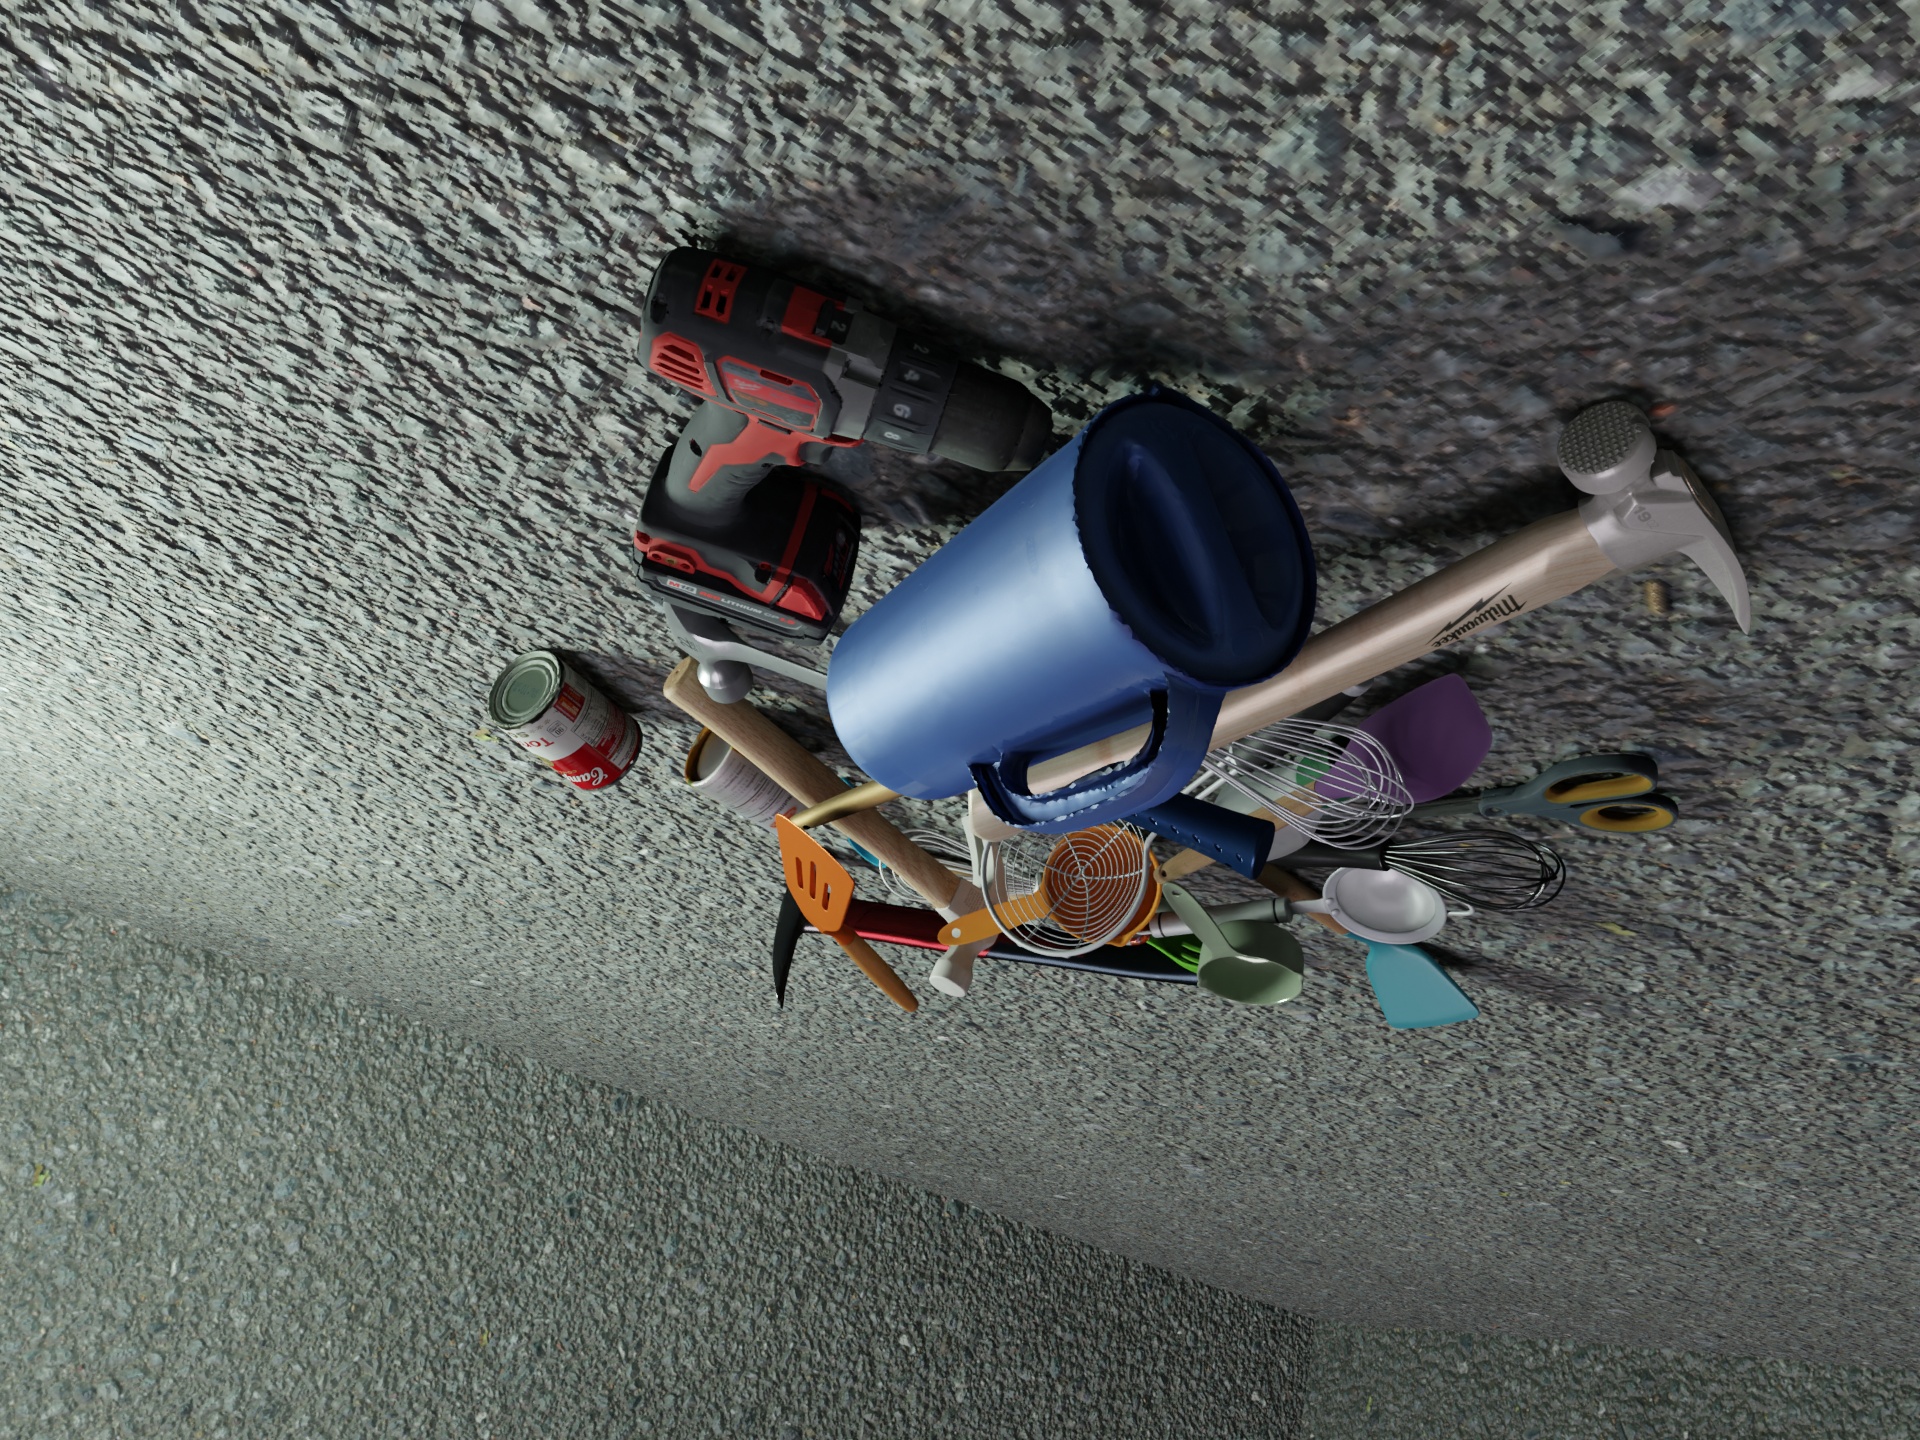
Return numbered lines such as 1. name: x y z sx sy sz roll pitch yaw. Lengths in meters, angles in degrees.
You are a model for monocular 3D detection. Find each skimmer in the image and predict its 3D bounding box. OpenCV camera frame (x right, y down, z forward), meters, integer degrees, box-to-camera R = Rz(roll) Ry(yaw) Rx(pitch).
1. skimmer: 0.125 0.050 1.020 0.090 0.127 0.363 -3 157 -26

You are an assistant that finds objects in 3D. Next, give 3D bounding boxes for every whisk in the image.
1. whisk: 0.285 0.093 1.068 0.239 0.055 0.055 3 154 41
2. whisk: 0.118 0.000 0.888 0.284 0.070 0.070 21 156 1
3. whisk: 0.054 0.136 1.304 0.246 0.059 0.058 11 173 -4

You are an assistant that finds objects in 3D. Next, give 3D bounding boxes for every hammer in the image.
1. hammer: -0.084 0.063 1.171 0.331 0.130 0.031 42 148 -27
2. hammer: -0.007 0.004 0.962 0.406 0.035 0.144 21 158 21
3. hammer: 0.171 -0.015 0.796 0.410 0.038 0.146 -26 135 35
4. hammer: 0.032 0.204 1.373 0.386 0.143 0.038 8 152 6

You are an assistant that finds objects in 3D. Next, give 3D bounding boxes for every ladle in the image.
1. ladle: 0.005 0.025 1.040 0.315 0.031 0.069 -22 137 33

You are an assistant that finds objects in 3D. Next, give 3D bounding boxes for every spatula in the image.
1. spatula: -0.074 0.165 1.208 0.081 0.041 0.322 37 168 28
2. spatula: 0.209 0.053 0.977 0.018 0.060 0.316 -18 169 -33
3. spatula: 0.282 0.158 1.224 0.317 0.044 0.082 33 144 -32

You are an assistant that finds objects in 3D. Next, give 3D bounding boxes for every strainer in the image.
1. strainer: 0.243 0.134 1.158 0.258 0.050 0.086 -11 126 27

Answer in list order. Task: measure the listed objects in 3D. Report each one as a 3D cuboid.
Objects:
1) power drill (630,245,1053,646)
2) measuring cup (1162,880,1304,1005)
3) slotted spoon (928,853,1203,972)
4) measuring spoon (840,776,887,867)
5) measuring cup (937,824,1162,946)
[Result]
1. power drill: -0.070 -0.124 0.782 0.188 0.080 0.226 18 153 -8
2. measuring cup: 0.188 0.148 1.132 0.083 0.038 0.167 -13 135 33
3. slotted spoon: 0.094 0.159 1.339 0.314 0.070 0.031 17 112 6
4. measuring spoon: -0.077 0.077 1.294 0.042 0.021 0.128 29 154 25
5. measuring cup: 0.068 0.136 1.196 0.173 0.095 0.052 -20 172 8
